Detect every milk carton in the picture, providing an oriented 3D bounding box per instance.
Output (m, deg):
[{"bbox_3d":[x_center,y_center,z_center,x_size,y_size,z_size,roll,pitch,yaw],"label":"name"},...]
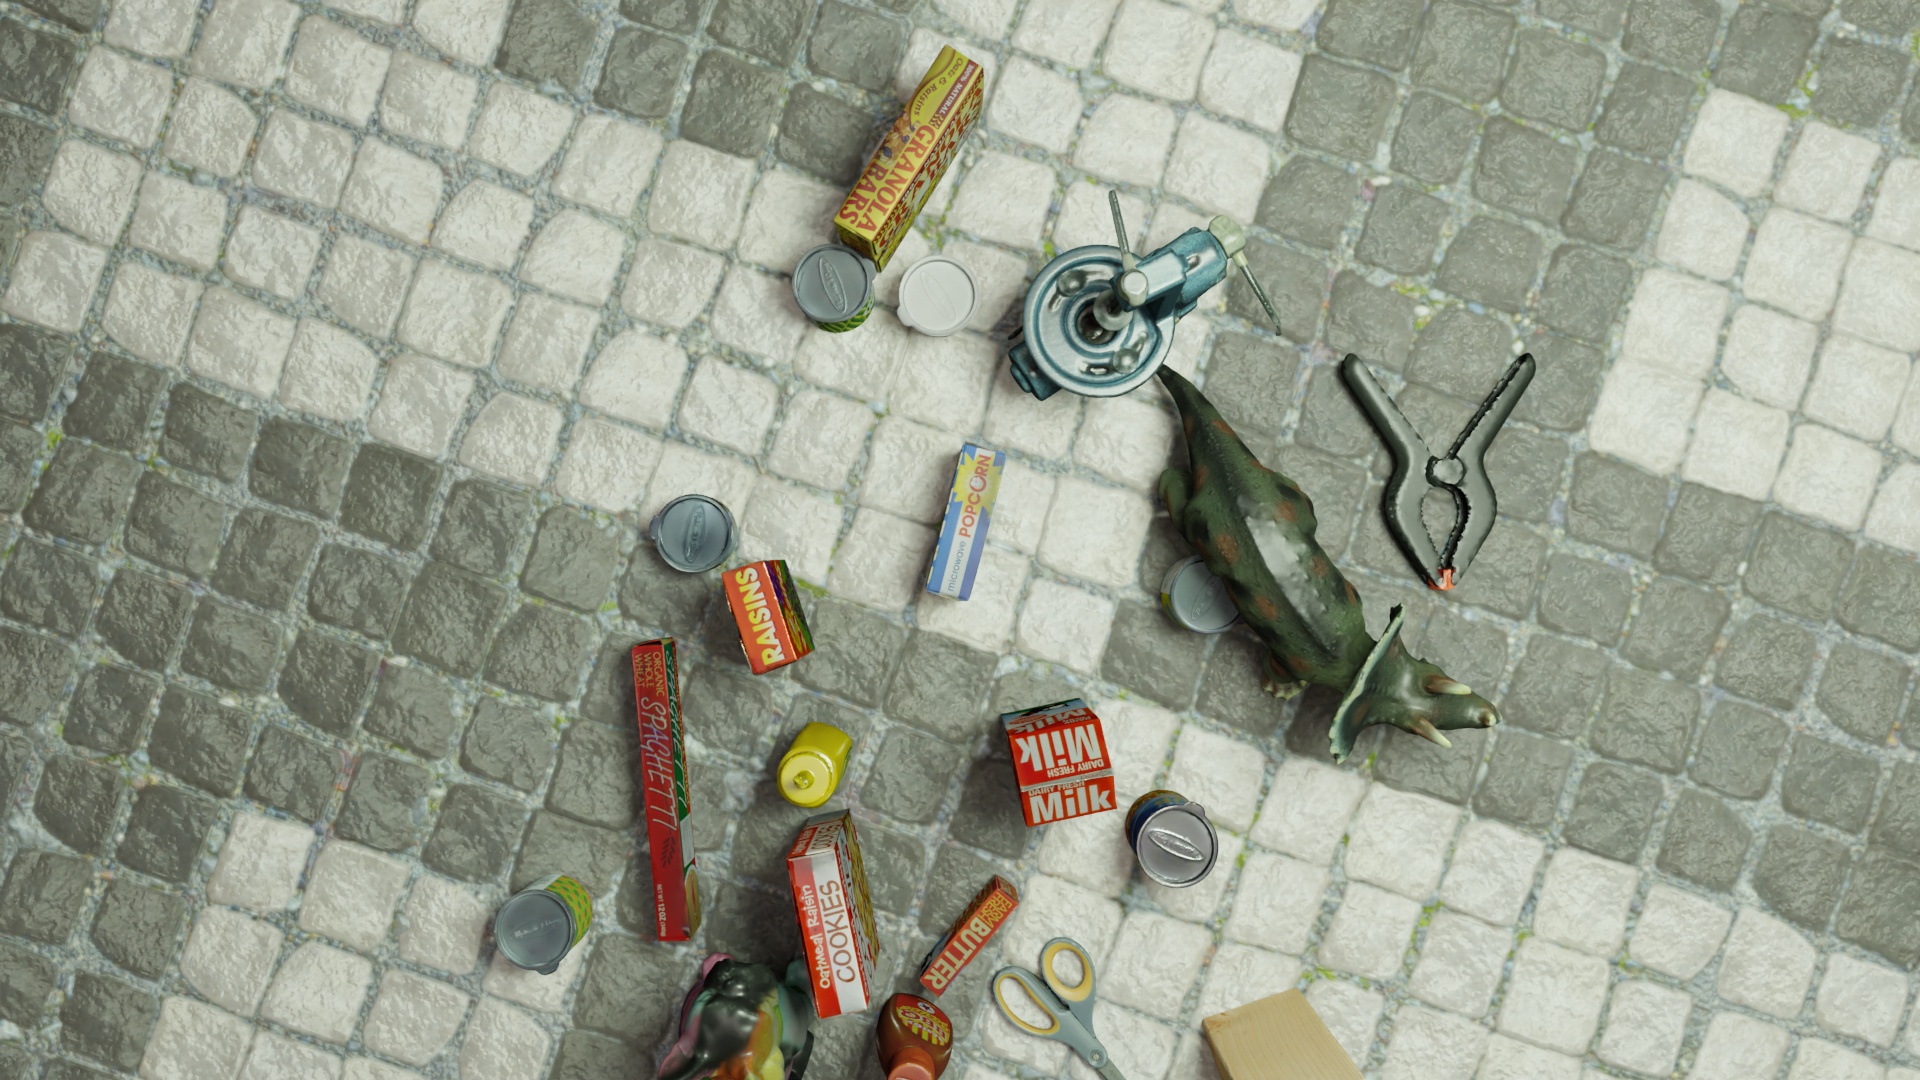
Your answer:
[{"bbox_3d":[0.077,0.175,1.097,0.072,0.190,0.073,-11,89,0],"label":"milk carton"}]

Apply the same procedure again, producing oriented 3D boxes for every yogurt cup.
[{"bbox_3d":[-0.018,-0.203,1.173,0.072,0.054,0.072,0,89,0],"label":"yogurt cup"}]

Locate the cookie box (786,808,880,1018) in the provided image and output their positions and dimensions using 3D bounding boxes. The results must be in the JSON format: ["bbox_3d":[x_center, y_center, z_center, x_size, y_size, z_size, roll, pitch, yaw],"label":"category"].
[{"bbox_3d":[-0.100,0.291,1.106,0.040,0.167,0.123,-12,89,0],"label":"cookie box"}]

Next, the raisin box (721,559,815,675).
[{"bbox_3d":[-0.156,0.060,1.132,0.040,0.123,0.086,-18,89,0],"label":"raisin box"}]

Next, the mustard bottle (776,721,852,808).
[{"bbox_3d":[-0.119,0.185,1.111,0.049,0.160,0.065,22,90,0],"label":"mustard bottle"}]

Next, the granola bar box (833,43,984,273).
[{"bbox_3d":[-0.040,-0.308,1.140,0.039,0.124,0.165,32,89,0],"label":"granola bar box"}]

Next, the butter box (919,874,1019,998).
[{"bbox_3d":[0.007,0.329,1.163,0.024,0.053,0.103,41,89,0],"label":"butter box"}]

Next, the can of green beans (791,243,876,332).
[{"bbox_3d":[-0.106,-0.211,1.171,0.071,0.058,0.071,0,89,0],"label":"can of green beans"}]

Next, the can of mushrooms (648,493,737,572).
[{"bbox_3d":[-0.226,-0.007,1.178,0.071,0.033,0.071,0,89,0],"label":"can of mushrooms"}]

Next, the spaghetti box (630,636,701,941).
[{"bbox_3d":[-0.246,0.206,1.166,0.029,0.050,0.250,-6,89,0],"label":"spaghetti box"}]

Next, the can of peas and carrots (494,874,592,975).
[{"bbox_3d":[-0.345,0.320,1.159,0.071,0.059,0.071,0,89,0],"label":"can of peas and carrots"}]

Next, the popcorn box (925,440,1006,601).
[{"bbox_3d":[0.004,-0.014,1.153,0.038,0.085,0.126,15,89,0],"label":"popcorn box"}]

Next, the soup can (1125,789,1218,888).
[{"bbox_3d":[0.175,0.243,1.150,0.071,0.084,0.071,0,89,0],"label":"soup can"}]

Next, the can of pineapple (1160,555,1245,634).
[{"bbox_3d":[0.206,0.046,1.167,0.071,0.058,0.071,0,89,0],"label":"can of pineapple"}]

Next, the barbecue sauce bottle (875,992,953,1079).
[{"bbox_3d":[-0.038,0.411,1.113,0.065,0.148,0.043,28,90,0],"label":"barbecue sauce bottle"}]
